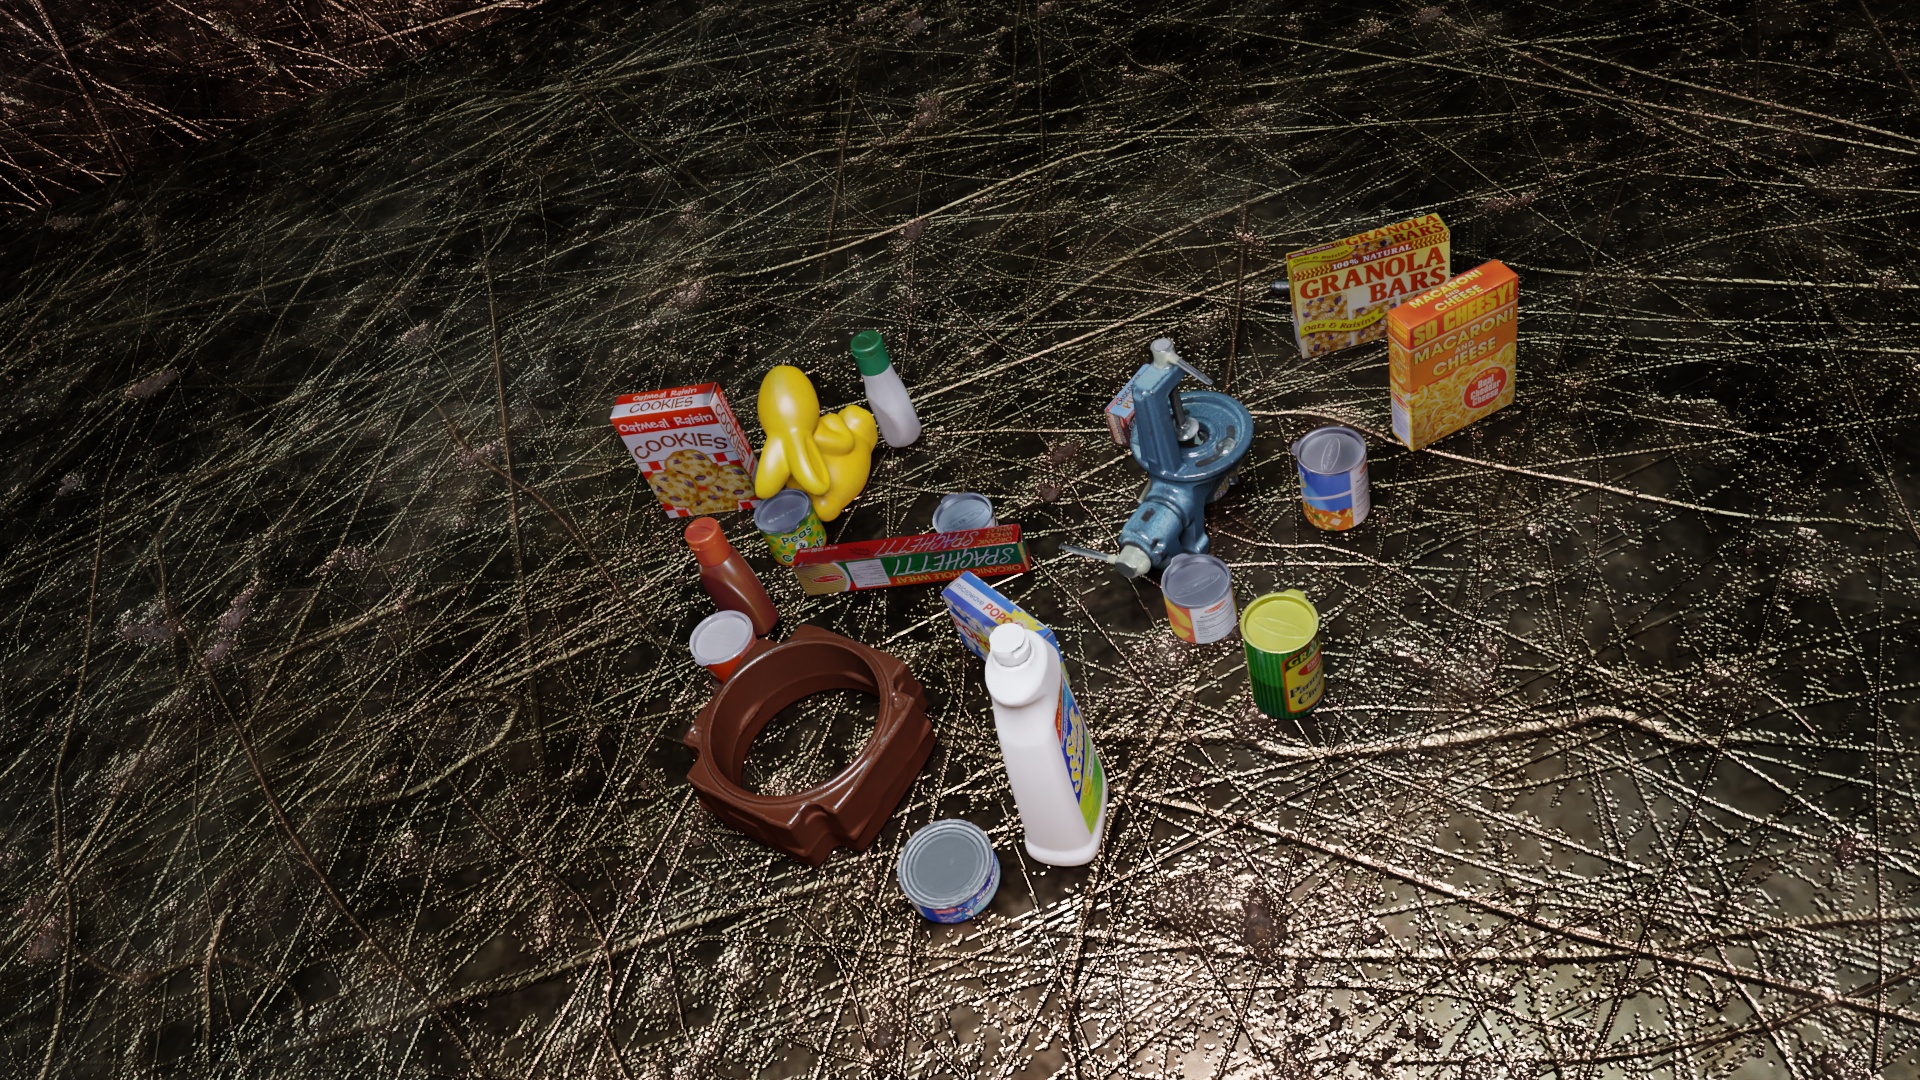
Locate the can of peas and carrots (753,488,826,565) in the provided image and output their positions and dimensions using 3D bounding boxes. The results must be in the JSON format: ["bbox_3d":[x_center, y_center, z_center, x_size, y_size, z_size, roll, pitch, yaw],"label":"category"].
[{"bbox_3d":[-0.186,-0.013,1.534,0.071,0.058,0.071,-10,46,11],"label":"can of peas and carrots"}]

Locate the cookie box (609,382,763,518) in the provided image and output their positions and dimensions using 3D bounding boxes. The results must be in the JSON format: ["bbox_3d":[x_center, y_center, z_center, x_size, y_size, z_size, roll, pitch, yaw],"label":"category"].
[{"bbox_3d":[-0.306,-0.101,1.583,0.123,0.166,0.040,-6,47,14],"label":"cookie box"}]

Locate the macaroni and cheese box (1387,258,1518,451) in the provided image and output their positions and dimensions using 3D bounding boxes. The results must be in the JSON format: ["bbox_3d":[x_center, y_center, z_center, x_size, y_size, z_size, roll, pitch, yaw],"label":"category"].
[{"bbox_3d":[0.487,-0.182,1.378,0.124,0.165,0.040,-26,45,-5],"label":"macaroni and cheese box"}]

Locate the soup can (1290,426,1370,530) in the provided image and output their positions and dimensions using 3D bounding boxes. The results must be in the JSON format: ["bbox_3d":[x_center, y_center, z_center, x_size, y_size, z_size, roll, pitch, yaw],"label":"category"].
[{"bbox_3d":[0.364,-0.061,1.366,0.071,0.083,0.072,-10,46,11],"label":"soup can"}]

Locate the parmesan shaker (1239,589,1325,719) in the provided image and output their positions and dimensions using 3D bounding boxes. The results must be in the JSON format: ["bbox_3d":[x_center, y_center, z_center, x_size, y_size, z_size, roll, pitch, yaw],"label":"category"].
[{"bbox_3d":[0.288,0.101,1.228,0.071,0.102,0.072,-10,46,11],"label":"parmesan shaker"}]

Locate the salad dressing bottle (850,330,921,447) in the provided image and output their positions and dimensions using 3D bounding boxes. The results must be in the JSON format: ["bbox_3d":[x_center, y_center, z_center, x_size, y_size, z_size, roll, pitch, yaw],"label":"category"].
[{"bbox_3d":[-0.086,-0.172,1.586,0.044,0.147,0.064,-36,47,-15],"label":"salad dressing bottle"}]

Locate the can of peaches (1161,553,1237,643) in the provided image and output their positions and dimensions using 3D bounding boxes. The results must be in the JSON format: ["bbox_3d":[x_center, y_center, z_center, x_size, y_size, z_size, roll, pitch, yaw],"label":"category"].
[{"bbox_3d":[0.227,0.055,1.324,0.071,0.057,0.071,-10,46,11],"label":"can of peaches"}]

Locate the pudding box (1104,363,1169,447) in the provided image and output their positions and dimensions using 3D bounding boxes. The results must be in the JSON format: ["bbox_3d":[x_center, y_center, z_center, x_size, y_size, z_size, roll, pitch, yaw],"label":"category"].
[{"bbox_3d":[0.196,-0.150,1.533,0.030,0.049,0.084,24,60,35],"label":"pudding box"}]

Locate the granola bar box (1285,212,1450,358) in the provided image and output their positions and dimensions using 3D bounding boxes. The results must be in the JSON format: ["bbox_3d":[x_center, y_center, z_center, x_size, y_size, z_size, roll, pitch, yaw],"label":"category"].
[{"bbox_3d":[0.444,-0.276,1.511,0.165,0.123,0.039,-14,45,6],"label":"granola bar box"}]

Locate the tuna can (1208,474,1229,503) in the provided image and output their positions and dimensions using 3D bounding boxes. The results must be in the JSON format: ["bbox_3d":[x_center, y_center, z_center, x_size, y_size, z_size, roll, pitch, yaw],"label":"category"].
[{"bbox_3d":[0.250,-0.069,1.450,0.071,0.032,0.071,-10,46,11],"label":"tuna can"}]

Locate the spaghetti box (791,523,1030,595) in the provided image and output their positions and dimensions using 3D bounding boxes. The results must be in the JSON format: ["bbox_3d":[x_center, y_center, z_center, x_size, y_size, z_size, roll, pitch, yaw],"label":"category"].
[{"bbox_3d":[-0.051,0.021,1.460,0.250,0.050,0.029,-7,47,14],"label":"spaghetti box"}]

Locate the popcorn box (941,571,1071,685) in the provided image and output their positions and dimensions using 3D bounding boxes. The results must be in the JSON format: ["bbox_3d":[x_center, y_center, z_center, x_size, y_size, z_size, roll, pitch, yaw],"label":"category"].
[{"bbox_3d":[0.043,0.093,1.334,0.038,0.084,0.127,-40,48,-18],"label":"popcorn box"}]

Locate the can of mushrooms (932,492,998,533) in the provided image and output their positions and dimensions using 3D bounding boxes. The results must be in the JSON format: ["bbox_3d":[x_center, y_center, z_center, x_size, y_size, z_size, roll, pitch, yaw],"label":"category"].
[{"bbox_3d":[0.005,-0.019,1.489,0.071,0.033,0.071,-10,46,11],"label":"can of mushrooms"}]

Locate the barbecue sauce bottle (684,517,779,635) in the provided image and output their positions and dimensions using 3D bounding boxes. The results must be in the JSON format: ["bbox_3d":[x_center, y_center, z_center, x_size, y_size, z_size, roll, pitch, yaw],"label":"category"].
[{"bbox_3d":[-0.242,0.038,1.443,0.065,0.147,0.044,12,54,29],"label":"barbecue sauce bottle"}]

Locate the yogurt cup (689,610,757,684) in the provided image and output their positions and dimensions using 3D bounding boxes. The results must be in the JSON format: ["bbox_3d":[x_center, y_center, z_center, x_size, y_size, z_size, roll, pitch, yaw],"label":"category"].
[{"bbox_3d":[-0.239,0.114,1.437,0.072,0.053,0.073,-10,46,11],"label":"yogurt cup"}]
